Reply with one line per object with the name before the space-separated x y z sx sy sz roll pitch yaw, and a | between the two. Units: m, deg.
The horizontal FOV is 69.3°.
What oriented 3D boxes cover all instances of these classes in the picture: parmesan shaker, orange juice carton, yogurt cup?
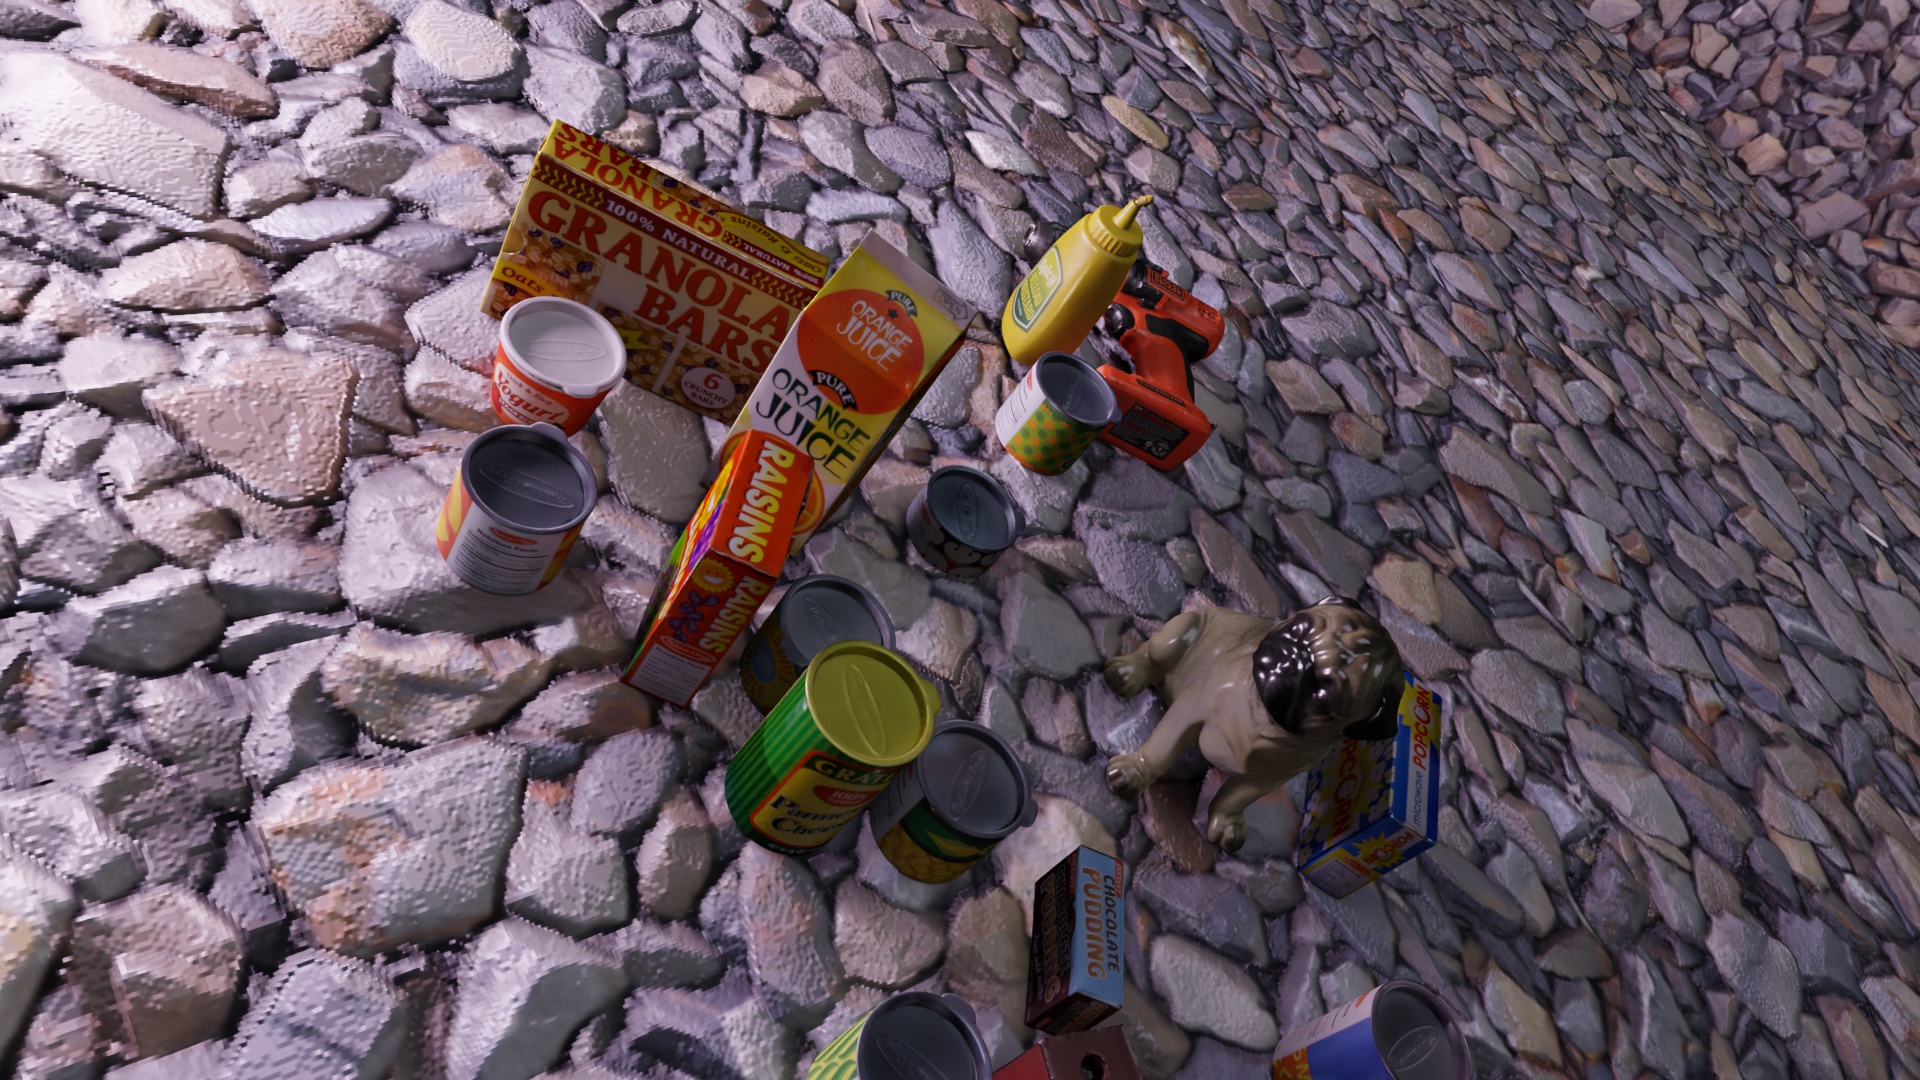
parmesan shaker | -0.063 0.103 0.675 0.071 0.102 0.072 20 46 -21
orange juice carton | -0.064 -0.083 0.766 0.072 0.191 0.073 39 42 -1
yogurt cup | -0.224 -0.092 0.762 0.072 0.053 0.073 20 46 -21

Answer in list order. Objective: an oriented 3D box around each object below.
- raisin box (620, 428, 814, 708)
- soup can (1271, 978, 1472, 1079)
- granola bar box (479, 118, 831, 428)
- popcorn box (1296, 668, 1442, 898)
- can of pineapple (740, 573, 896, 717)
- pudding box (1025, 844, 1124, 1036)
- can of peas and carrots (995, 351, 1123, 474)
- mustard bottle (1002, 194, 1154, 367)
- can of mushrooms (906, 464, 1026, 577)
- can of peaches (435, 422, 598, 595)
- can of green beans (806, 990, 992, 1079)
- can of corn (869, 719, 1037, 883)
raisin box | -0.121 0.016 0.693 0.040 0.122 0.086 26 44 -15
soup can | 0.218 0.282 0.738 0.071 0.083 0.072 20 46 -21
granola bar box | -0.175 -0.145 0.791 0.165 0.123 0.039 25 44 -17
popcorn box | 0.259 0.152 0.877 0.038 0.084 0.127 33 42 -8
can of pineapple | -0.078 0.060 0.734 0.071 0.057 0.071 20 46 -21
pudding box | 0.060 0.206 0.715 0.030 0.049 0.084 25 44 -17
can of peas and carrots | 0.068 -0.087 0.964 0.071 0.058 0.071 20 46 -21
mustard bottle | 0.087 -0.192 0.992 0.049 0.159 0.065 12 49 -28
can of mushrooms | 0.003 -0.011 0.871 0.071 0.033 0.071 20 46 -21
can of peaches | -0.222 -0.016 0.696 0.071 0.057 0.071 20 46 -21
can of green beans | -0.028 0.242 0.615 0.071 0.057 0.071 20 46 -21
can of corn | -0.004 0.137 0.721 0.071 0.058 0.071 20 46 -21
